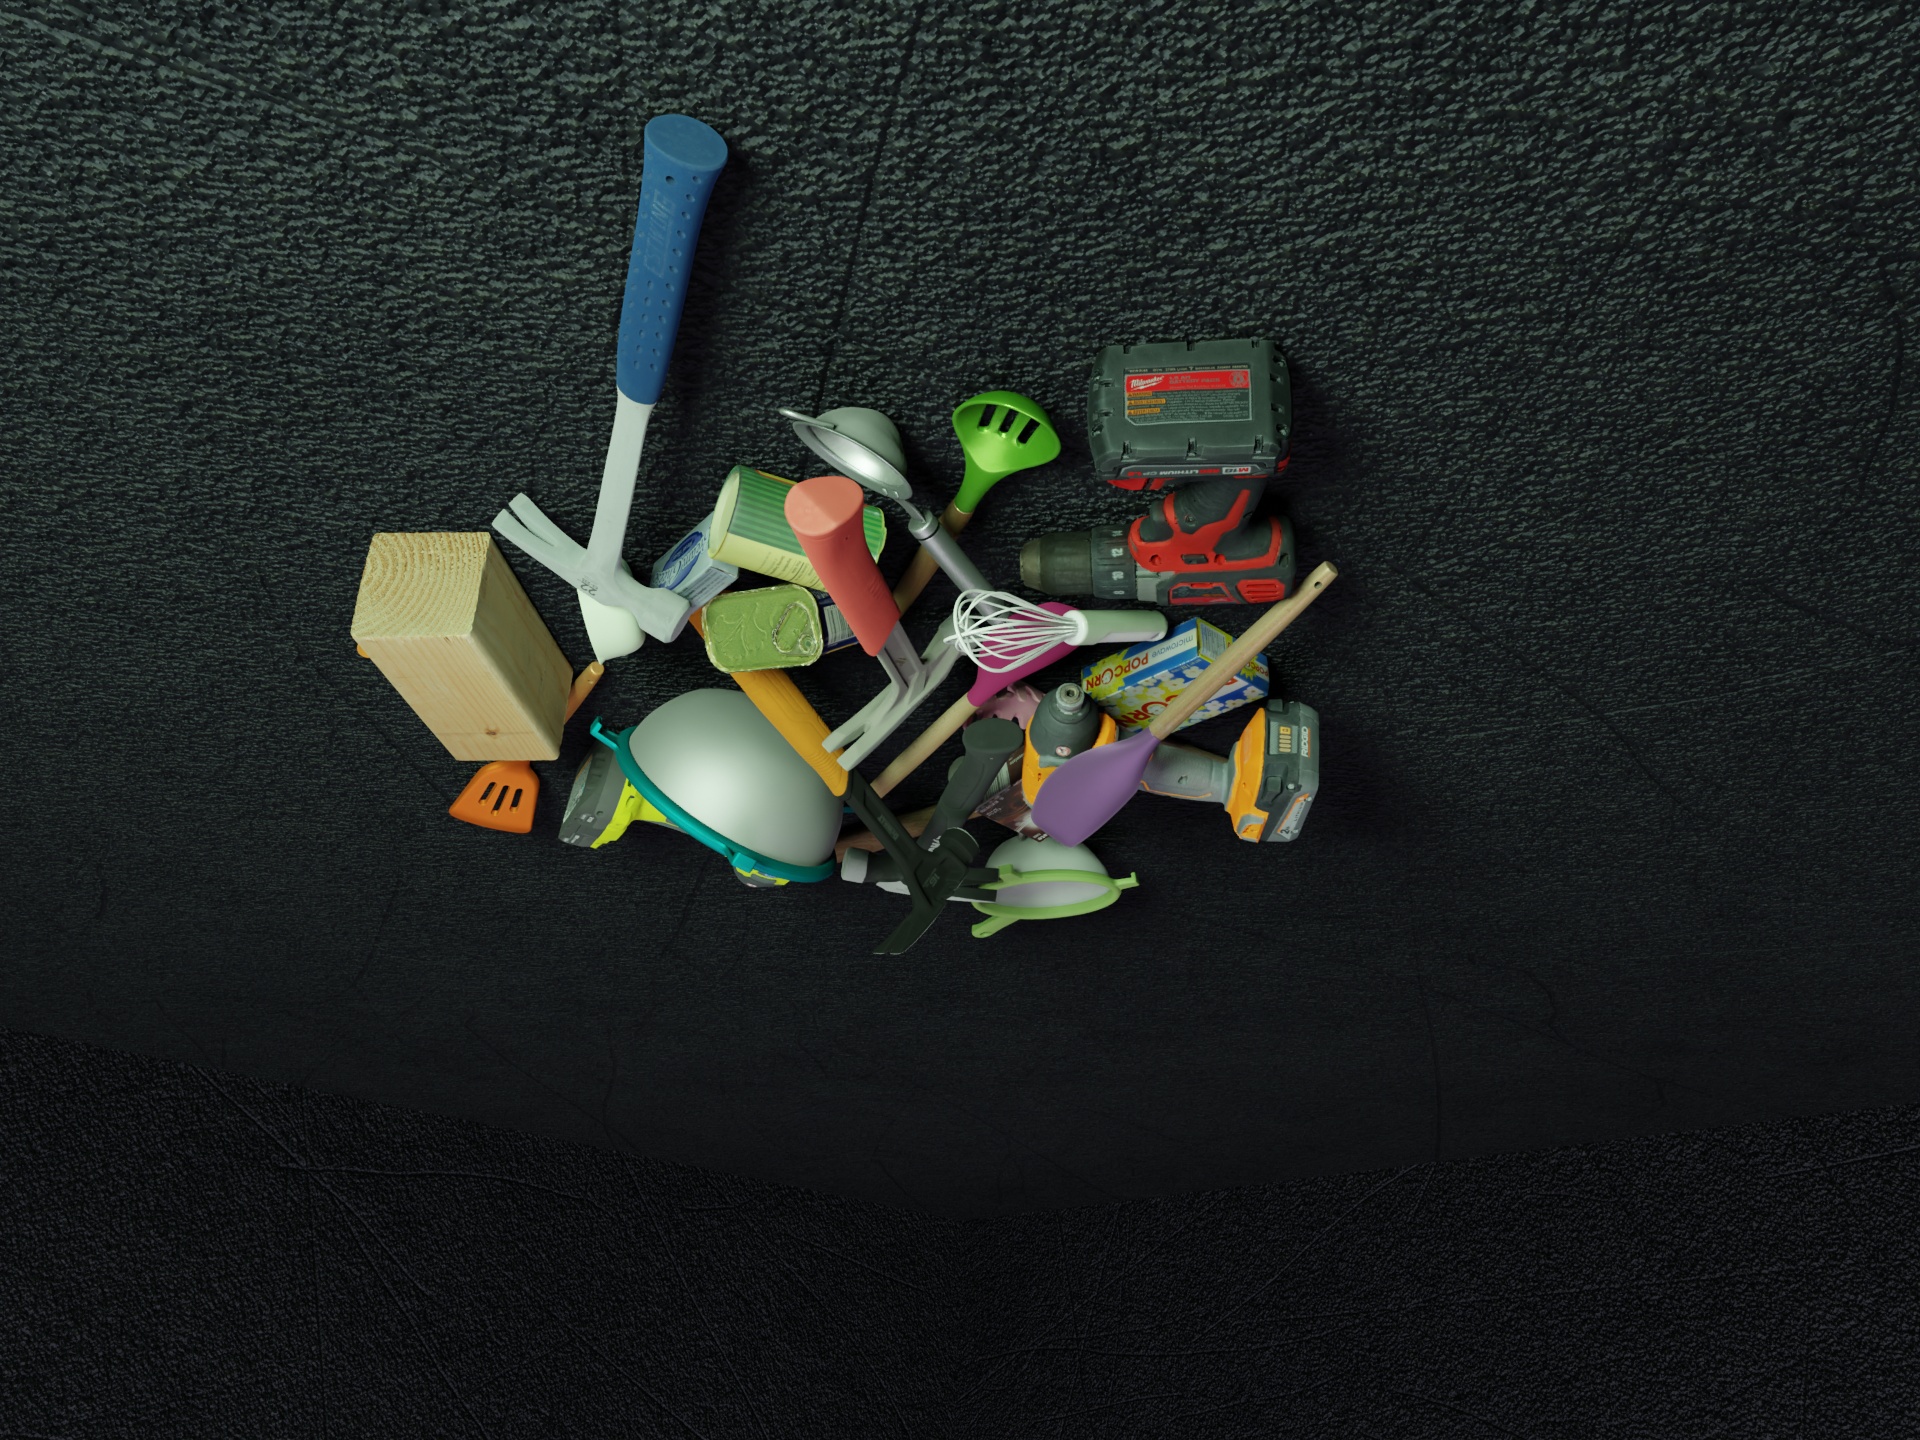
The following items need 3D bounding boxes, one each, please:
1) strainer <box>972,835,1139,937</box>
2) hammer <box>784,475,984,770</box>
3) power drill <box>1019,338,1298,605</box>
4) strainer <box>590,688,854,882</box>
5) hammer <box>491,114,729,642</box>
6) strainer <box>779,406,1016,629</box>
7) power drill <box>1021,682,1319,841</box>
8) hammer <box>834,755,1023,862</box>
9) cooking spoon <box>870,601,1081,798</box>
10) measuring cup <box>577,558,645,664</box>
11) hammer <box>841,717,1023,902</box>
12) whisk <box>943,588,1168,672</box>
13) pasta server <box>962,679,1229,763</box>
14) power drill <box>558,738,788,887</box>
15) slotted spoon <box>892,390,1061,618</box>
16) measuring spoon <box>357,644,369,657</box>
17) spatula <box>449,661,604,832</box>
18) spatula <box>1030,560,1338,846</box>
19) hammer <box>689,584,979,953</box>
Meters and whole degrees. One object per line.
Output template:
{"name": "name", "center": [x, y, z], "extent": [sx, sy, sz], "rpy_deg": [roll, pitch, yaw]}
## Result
{"name": "strainer", "center": [0.065, 0.168, 1.649], "extent": [0.151, 0.069, 0.256], "rpy_deg": [6, 158, -21]}
{"name": "hammer", "center": [-0.066, -0.066, 1.055], "extent": [0.149, 0.037, 0.358], "rpy_deg": [-44, 164, -5]}
{"name": "power drill", "center": [0.123, -0.141, 1.014], "extent": [0.188, 0.080, 0.226], "rpy_deg": [-1, 156, 8]}
{"name": "strainer", "center": [-0.143, 0.039, 1.374], "extent": [0.211, 0.095, 0.340], "rpy_deg": [39, -166, 24]}
{"name": "hammer", "center": [-0.201, -0.193, 0.952], "extent": [0.144, 0.035, 0.405], "rpy_deg": [31, 145, -1]}
{"name": "strainer", "center": [-0.028, -0.135, 1.040], "extent": [0.087, 0.050, 0.258], "rpy_deg": [23, 163, 45]}
{"name": "power drill", "center": [0.163, 0.027, 1.253], "extent": [0.226, 0.084, 0.164], "rpy_deg": [6, 151, 4]}
{"name": "hammer", "center": [-0.062, 0.110, 1.584], "extent": [0.331, 0.031, 0.130], "rpy_deg": [-21, 144, 40]}
{"name": "cooking spoon", "center": [-0.002, -0.004, 1.269], "extent": [0.068, 0.017, 0.318], "rpy_deg": [17, 142, -27]}
{"name": "measuring cup", "center": [-0.255, -0.076, 1.207], "extent": [0.038, 0.083, 0.167], "rpy_deg": [-14, 171, -3]}
{"name": "hammer", "center": [-0.003, 0.083, 1.380], "extent": [0.146, 0.035, 0.334], "rpy_deg": [12, 151, -10]}
{"name": "whisk", "center": [0.075, -0.064, 1.117], "extent": [0.058, 0.059, 0.246], "rpy_deg": [-25, 167, 38]}
{"name": "pasta server", "center": [0.135, 0.016, 1.367], "extent": [0.316, 0.040, 0.060], "rpy_deg": [17, 142, -29]}
{"name": "power drill", "center": [-0.255, 0.099, 1.502], "extent": [0.223, 0.080, 0.171], "rpy_deg": [19, 153, -18]}
{"name": "slotted spoon", "center": [-0.007, -0.137, 1.087], "extent": [0.070, 0.031, 0.313], "rpy_deg": [22, 152, -10]}
{"name": "measuring spoon", "center": [-0.468, -0.075, 1.282], "extent": [0.021, 0.011, 0.117], "rpy_deg": [16, 154, -25]}
{"name": "spatula", "center": [-0.381, 0.025, 1.436], "extent": [0.081, 0.041, 0.322], "rpy_deg": [17, 149, -25]}
{"name": "spatula", "center": [0.158, -0.009, 1.160], "extent": [0.059, 0.018, 0.316], "rpy_deg": [37, 123, -11]}
{"name": "hammer", "center": [-0.111, 0.032, 1.245], "extent": [0.034, 0.127, 0.336], "rpy_deg": [-7, 128, 48]}
